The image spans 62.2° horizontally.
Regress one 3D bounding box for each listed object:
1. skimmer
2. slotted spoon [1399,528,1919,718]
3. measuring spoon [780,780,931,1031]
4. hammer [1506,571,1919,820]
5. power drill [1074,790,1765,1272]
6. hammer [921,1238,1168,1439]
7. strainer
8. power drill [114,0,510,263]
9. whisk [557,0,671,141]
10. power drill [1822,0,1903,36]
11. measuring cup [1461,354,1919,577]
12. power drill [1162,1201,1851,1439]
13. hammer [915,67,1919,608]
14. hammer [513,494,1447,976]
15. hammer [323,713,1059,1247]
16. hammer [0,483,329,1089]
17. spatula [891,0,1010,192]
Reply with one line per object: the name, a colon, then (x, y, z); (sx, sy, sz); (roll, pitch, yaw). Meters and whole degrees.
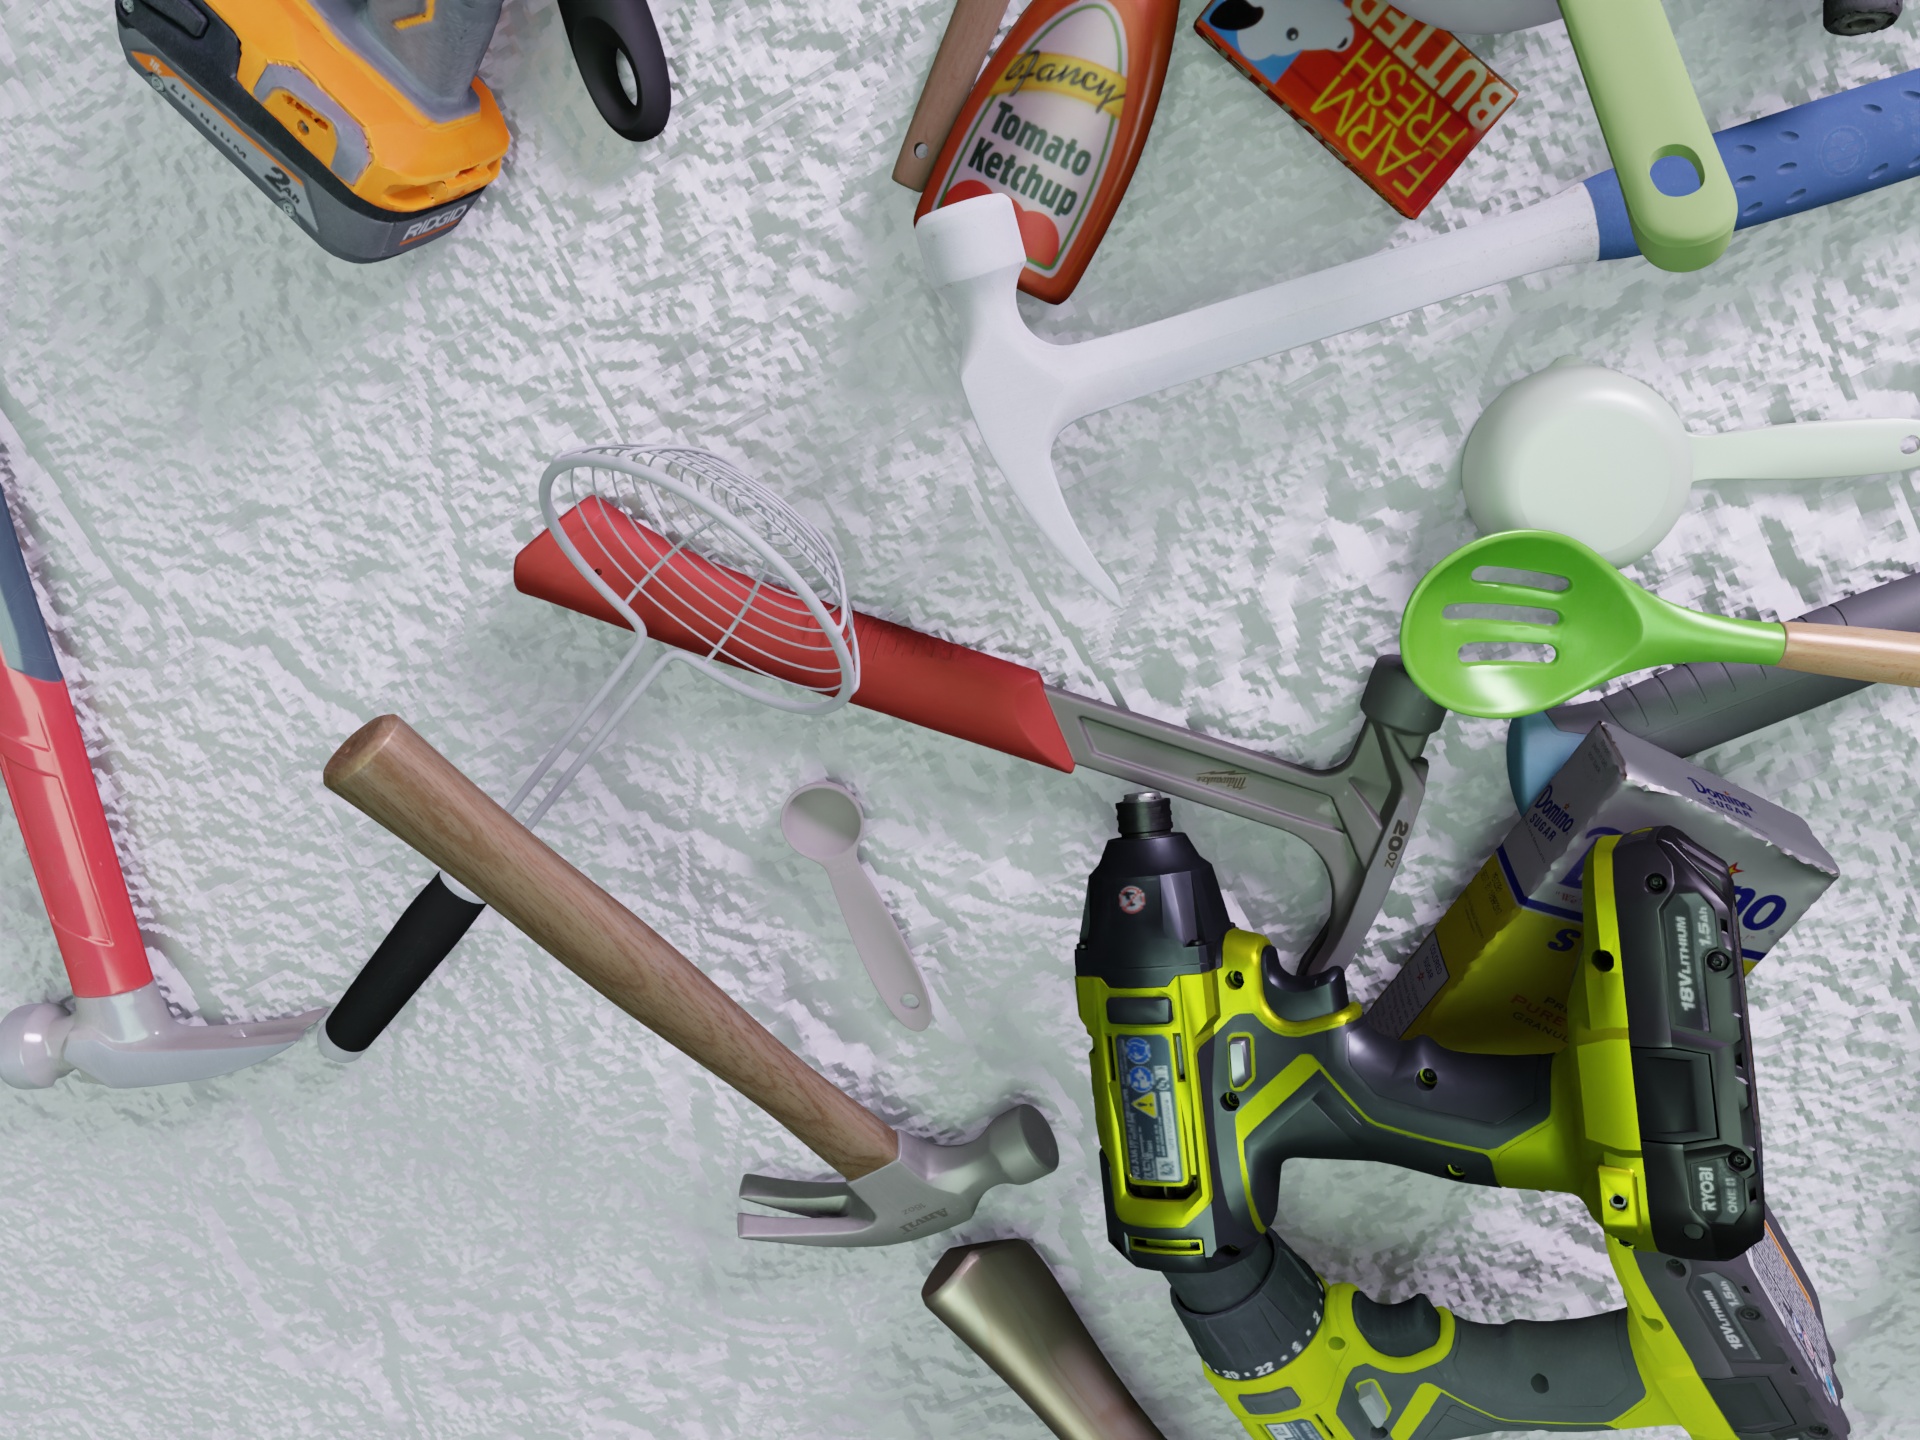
skimmer: (-0.170, 0.039, 0.602); (0.127, 0.090, 0.363); (38, 117, -11)
slotted spoon: (0.310, -0.022, 0.554); (0.314, 0.031, 0.070); (6, 111, 4)
measuring spoon: (-0.039, 0.078, 0.667); (0.034, 0.018, 0.124); (-19, 110, 10)
hammer: (0.356, -0.043, 0.573); (0.331, 0.033, 0.128); (-24, 102, 13)
power drill: (0.150, 0.104, 0.554); (0.223, 0.080, 0.171); (-6, 90, 27)
hammer: (0.129, 0.390, 0.695); (0.410, 0.038, 0.146); (46, 63, -3)
strainer: (0.179, -0.218, 0.468); (0.151, 0.069, 0.257); (-11, 62, 13)
power drill: (-0.181, -0.279, 0.506); (0.164, 0.084, 0.226); (44, 126, -7)
whisk: (-0.154, -0.345, 0.530); (0.073, 0.073, 0.295); (-13, 111, 10)
power drill: (0.355, -0.277, 0.468); (0.219, 0.078, 0.143); (3, 91, 9)
measuring cup: (0.267, -0.091, 0.564); (0.167, 0.038, 0.083); (-3, 106, 10)
power drill: (0.199, 0.234, 0.624); (0.228, 0.080, 0.190); (-25, 110, 29)
hammer: (0.198, -0.156, 0.529); (0.405, 0.035, 0.144); (-17, 103, 4)
hammer: (-0.001, -0.002, 0.625); (0.359, 0.037, 0.149); (18, 108, 1)
hammer: (-0.107, 0.113, 0.616); (0.130, 0.031, 0.331); (-32, 122, 20)
hammer: (-0.380, -0.027, 0.661); (0.143, 0.038, 0.386); (-7, 106, 7)
spatula: (0.043, -0.331, 0.530); (0.059, 0.018, 0.316); (23, 107, -4)
